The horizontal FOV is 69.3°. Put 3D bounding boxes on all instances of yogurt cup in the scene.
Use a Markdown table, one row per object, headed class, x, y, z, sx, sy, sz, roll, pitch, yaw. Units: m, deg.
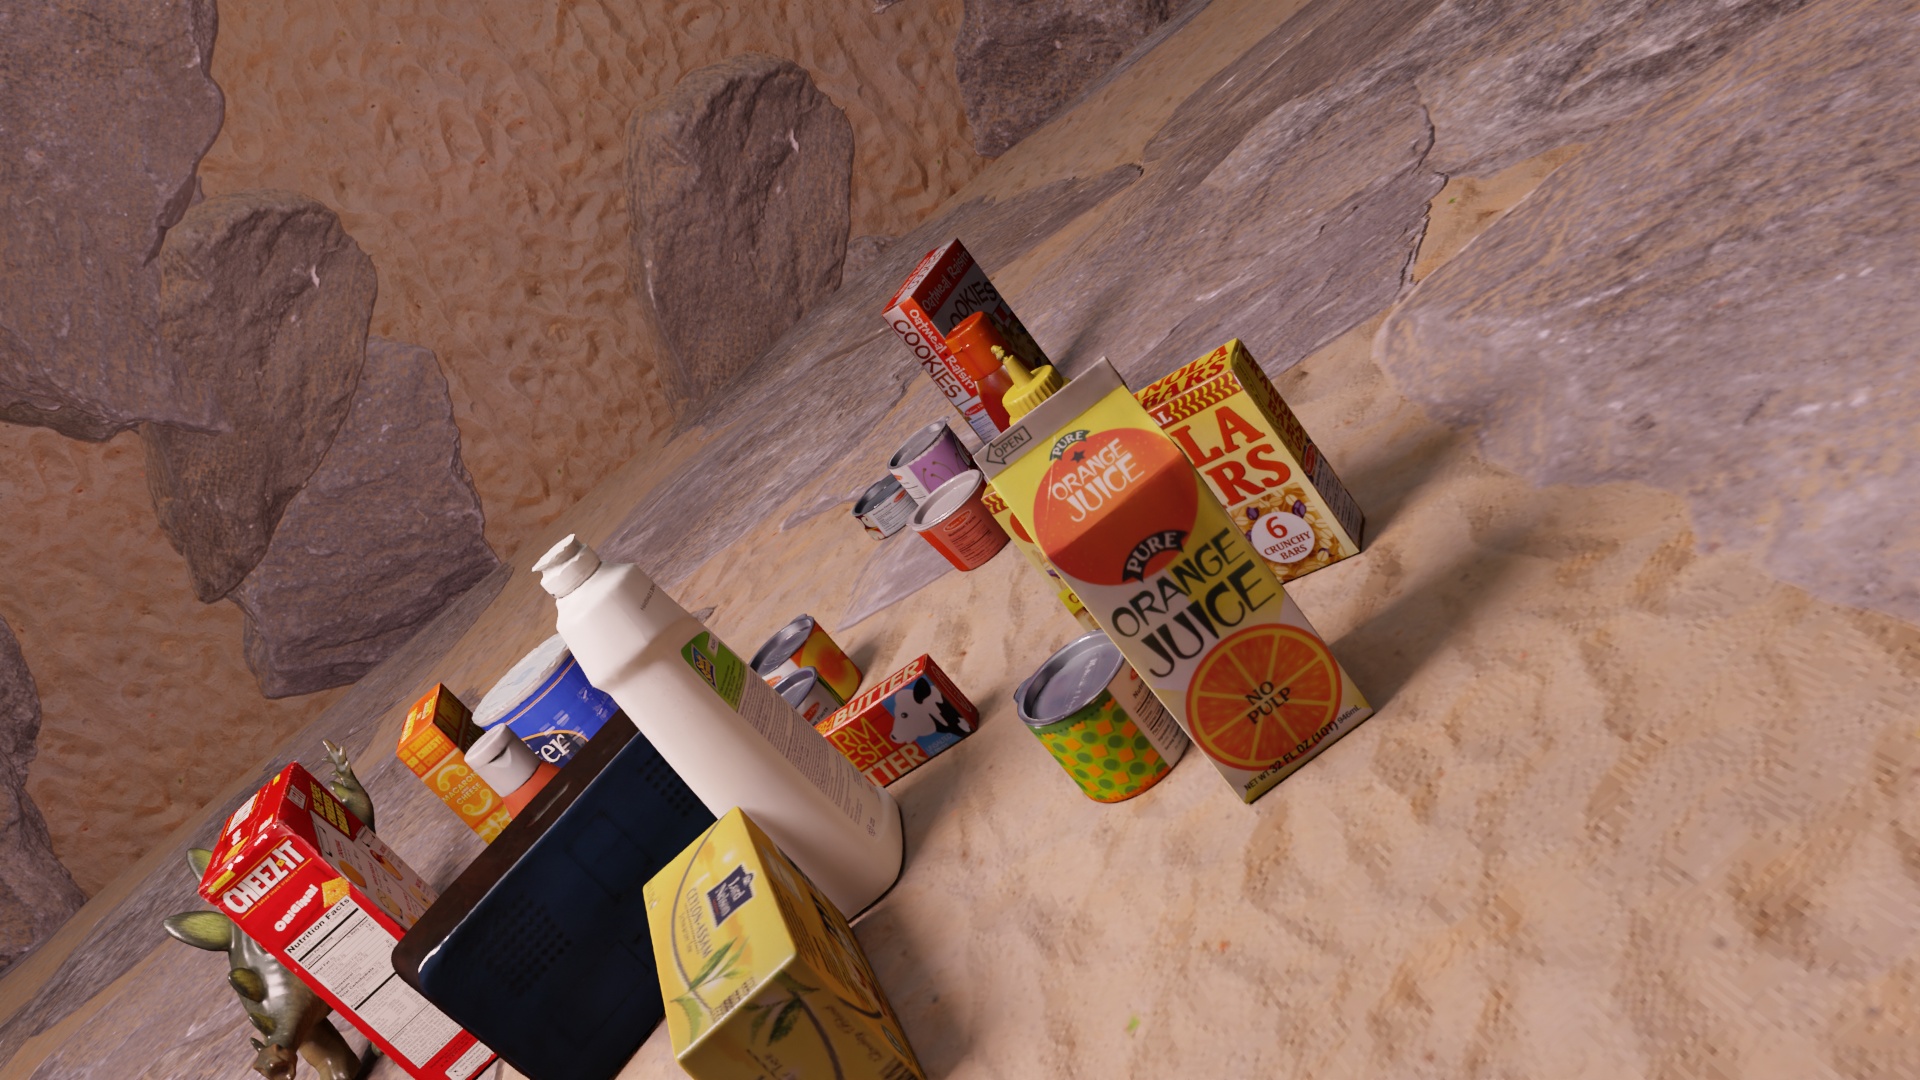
| class | x | y | z | sx | sy | sz | roll | pitch | yaw |
| --- | --- | --- | --- | --- | --- | --- | --- | --- | --- |
| yogurt cup | 0.004 | -0.013 | 1.065 | 0.072 | 0.054 | 0.073 | -35 | 18 | 13 |

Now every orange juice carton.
| class | x | y | z | sx | sy | sz | roll | pitch | yaw |
| --- | --- | --- | --- | --- | --- | --- | --- | --- | --- |
| orange juice carton | 0.090 | 0.014 | 0.606 | 0.072 | 0.192 | 0.073 | -38 | 18 | 6 |

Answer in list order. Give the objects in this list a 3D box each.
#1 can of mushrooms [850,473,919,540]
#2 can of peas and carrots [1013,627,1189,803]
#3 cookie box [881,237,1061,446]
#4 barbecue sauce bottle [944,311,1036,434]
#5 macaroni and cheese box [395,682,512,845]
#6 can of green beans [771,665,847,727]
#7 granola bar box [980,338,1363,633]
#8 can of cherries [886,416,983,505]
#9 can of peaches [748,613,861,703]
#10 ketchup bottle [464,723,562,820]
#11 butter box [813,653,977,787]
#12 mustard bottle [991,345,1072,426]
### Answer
| class | x | y | z | sx | sy | sz | roll | pitch | yaw |
| --- | --- | --- | --- | --- | --- | --- | --- | --- | --- |
| can of mushrooms | -0.066 | -0.034 | 1.282 | 0.071 | 0.033 | 0.071 | -35 | 18 | 13 |
| can of peas and carrots | 0.070 | 0.087 | 0.688 | 0.071 | 0.058 | 0.071 | -35 | 18 | 13 |
| cookie box | 0.012 | -0.174 | 1.250 | 0.040 | 0.167 | 0.123 | -26 | 22 | 35 |
| barbecue sauce bottle | 0.046 | -0.103 | 1.044 | 0.044 | 0.148 | 0.064 | -50 | 20 | -29 |
| macaroni and cheese box | -0.377 | 0.200 | 1.118 | 0.040 | 0.166 | 0.124 | -42 | 18 | -7 |
| can of green beans | -0.104 | 0.128 | 0.932 | 0.071 | 0.057 | 0.071 | -35 | 18 | 13 |
| granola bar box | 0.113 | -0.019 | 0.752 | 0.165 | 0.124 | 0.039 | -27 | 22 | 34 |
| can of cherries | -0.020 | -0.066 | 1.229 | 0.071 | 0.058 | 0.072 | -35 | 18 | 13 |
| can of peaches | -0.114 | 0.097 | 1.025 | 0.071 | 0.058 | 0.071 | -35 | 18 | 13 |
| ketchup bottle | -0.285 | 0.193 | 0.981 | 0.065 | 0.148 | 0.043 | -46 | 19 | -20 |
| butter box | -0.046 | 0.118 | 0.850 | 0.103 | 0.053 | 0.024 | -34 | 19 | 17 |
| mustard bottle | 0.070 | -0.060 | 0.875 | 0.048 | 0.160 | 0.066 | -27 | 22 | 34 |
